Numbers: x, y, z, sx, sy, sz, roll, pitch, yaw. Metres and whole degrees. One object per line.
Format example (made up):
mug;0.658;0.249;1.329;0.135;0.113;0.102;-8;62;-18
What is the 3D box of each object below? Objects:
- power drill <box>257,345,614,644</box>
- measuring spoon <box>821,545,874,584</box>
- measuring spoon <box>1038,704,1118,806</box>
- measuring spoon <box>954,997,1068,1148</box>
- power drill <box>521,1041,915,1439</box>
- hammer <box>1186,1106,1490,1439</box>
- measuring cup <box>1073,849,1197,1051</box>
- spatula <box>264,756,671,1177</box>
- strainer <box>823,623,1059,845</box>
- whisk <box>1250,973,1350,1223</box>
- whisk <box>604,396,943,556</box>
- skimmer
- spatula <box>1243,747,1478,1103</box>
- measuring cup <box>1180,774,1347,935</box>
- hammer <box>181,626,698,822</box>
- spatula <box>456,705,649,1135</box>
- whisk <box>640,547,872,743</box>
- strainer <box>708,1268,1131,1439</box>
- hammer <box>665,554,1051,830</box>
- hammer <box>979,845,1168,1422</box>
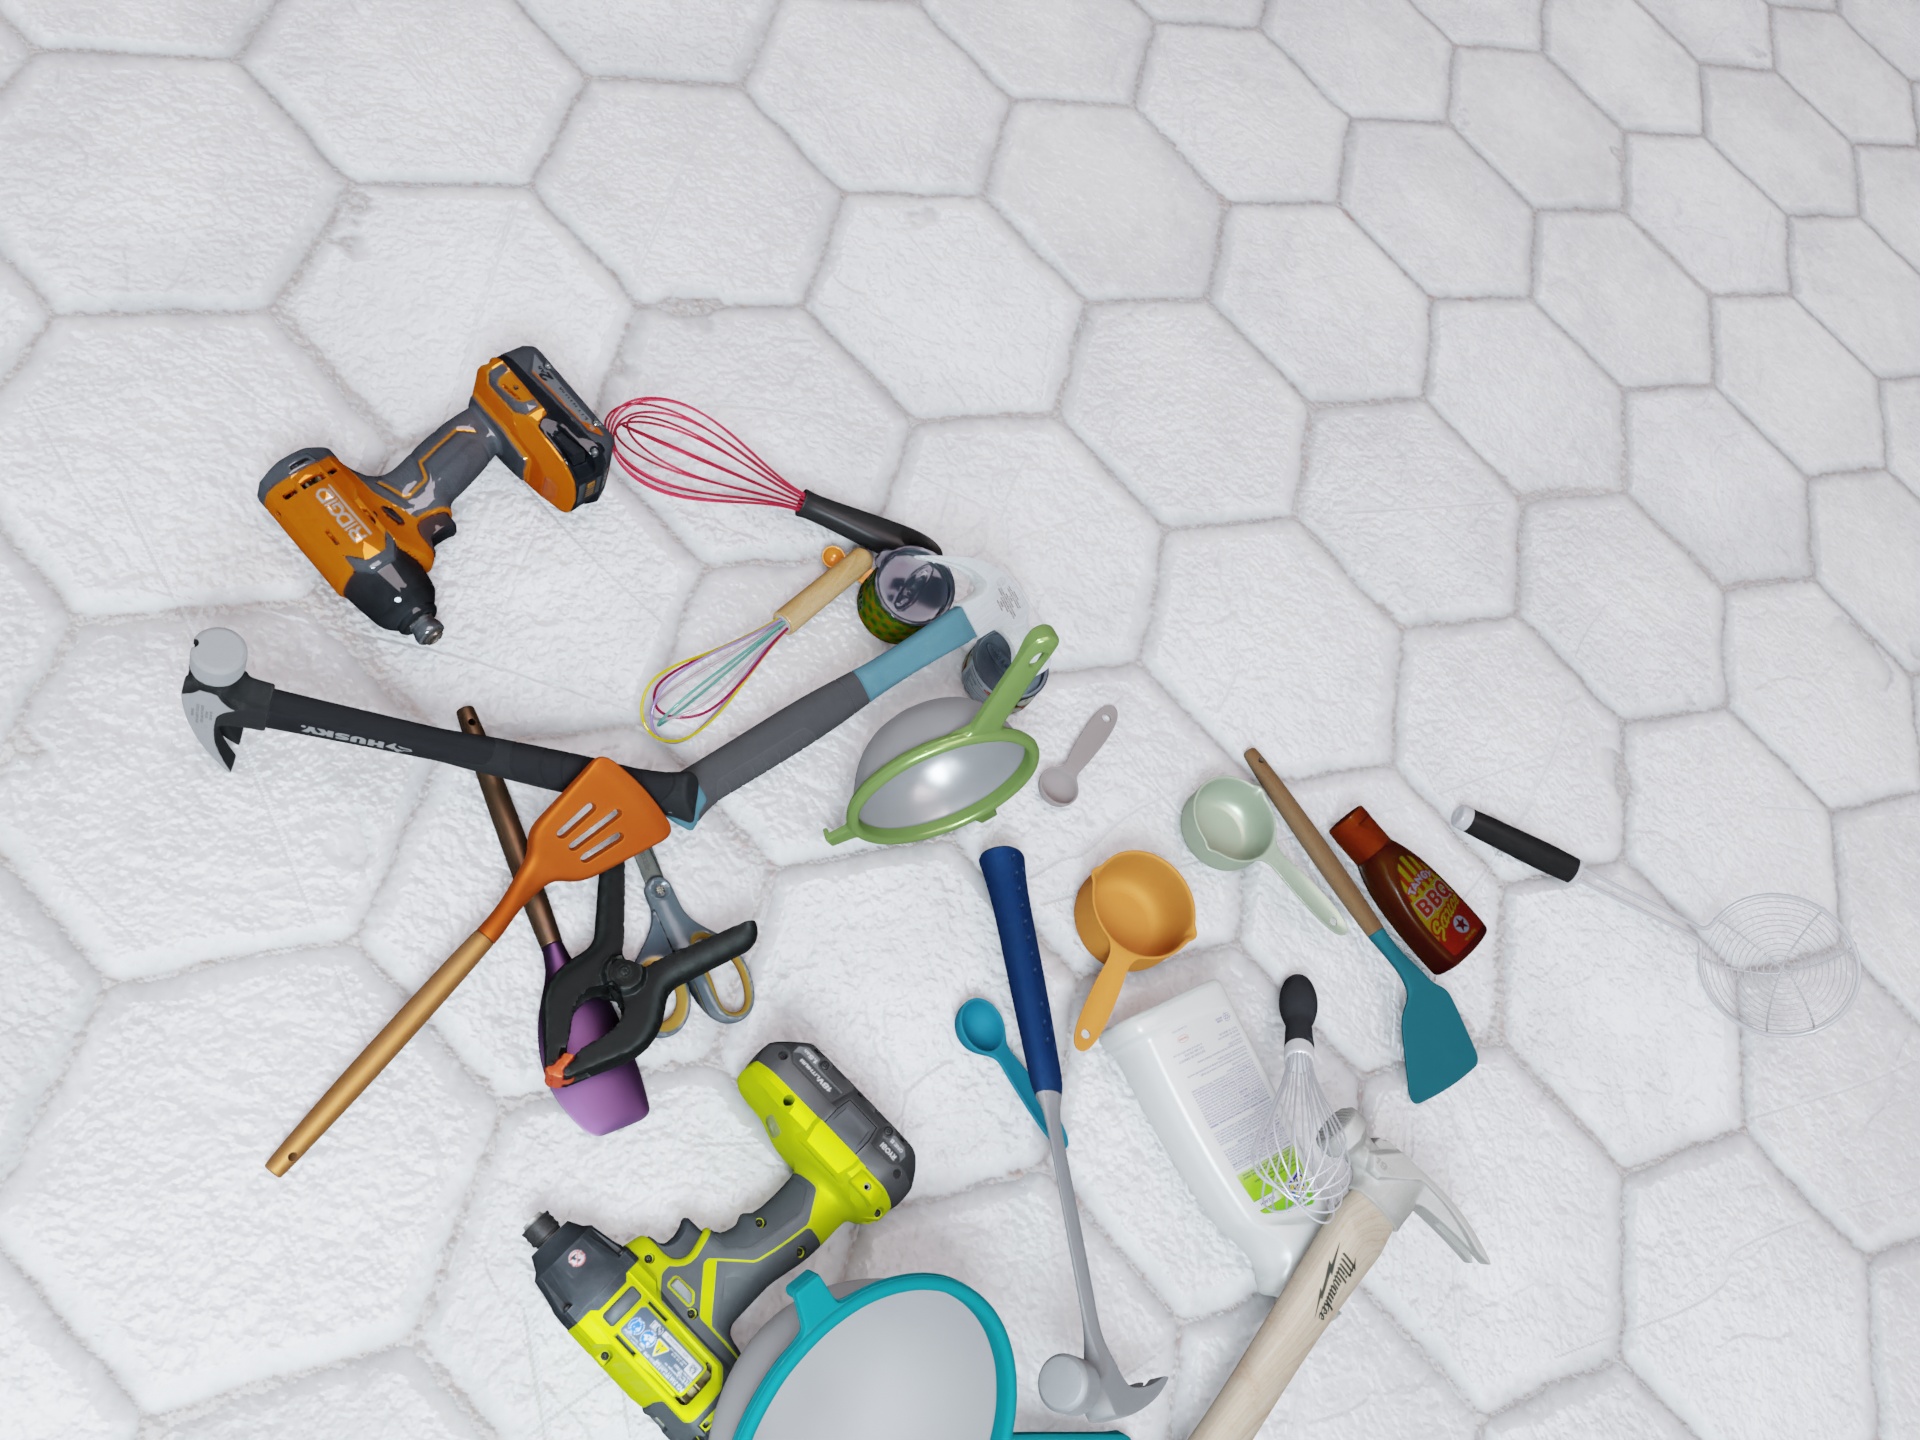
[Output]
power drill;-0.368;-0.162;1.168;0.226;0.084;0.164;-38;84;-28
measuring spoon;-0.063;-0.108;1.306;0.117;0.011;0.021;30;69;-10
measuring spoon;0.097;0.029;1.302;0.034;0.018;0.124;39;50;0
measuring spoon;0.035;0.261;1.158;0.128;0.021;0.042;55;41;0
power drill;-0.151;0.319;1.015;0.171;0.080;0.223;45;60;3
hammer;0.198;0.463;1.067;0.146;0.038;0.411;44;67;-1
measuring cup;0.114;0.181;1.206;0.095;0.052;0.174;32;59;-5
spatula;-0.318;0.159;1.020;0.323;0.041;0.081;-51;126;-23
strainer;-0.002;-0.004;1.136;0.151;0.256;0.069;-7;58;-32
whisk;0.246;0.262;1.151;0.070;0.070;0.285;35;24;-3
whisk;-0.147;-0.183;1.284;0.295;0.073;0.073;21;59;-19
skimmer;0.606;0.161;1.395;0.363;0.090;0.127;25;89;-6
spatula;0.323;0.159;1.321;0.082;0.044;0.318;-22;70;-29
measuring cup;0.248;0.119;1.302;0.167;0.038;0.083;46;57;2
hammer;-0.335;0.021;1.058;0.334;0.146;0.035;14;61;-21
spatula;-0.290;0.131;1.086;0.059;0.018;0.316;-15;72;-29
whisk;-0.153;-0.066;1.222;0.047;0.051;0.245;41;57;9
strainer;-0.029;0.436;0.984;0.340;0.095;0.211;24;81;-41
hammer;-0.086;-0.017;1.196;0.331;0.033;0.128;-33;107;-20
hammer;0.065;0.275;1.110;0.143;0.035;0.406;43;30;-50
